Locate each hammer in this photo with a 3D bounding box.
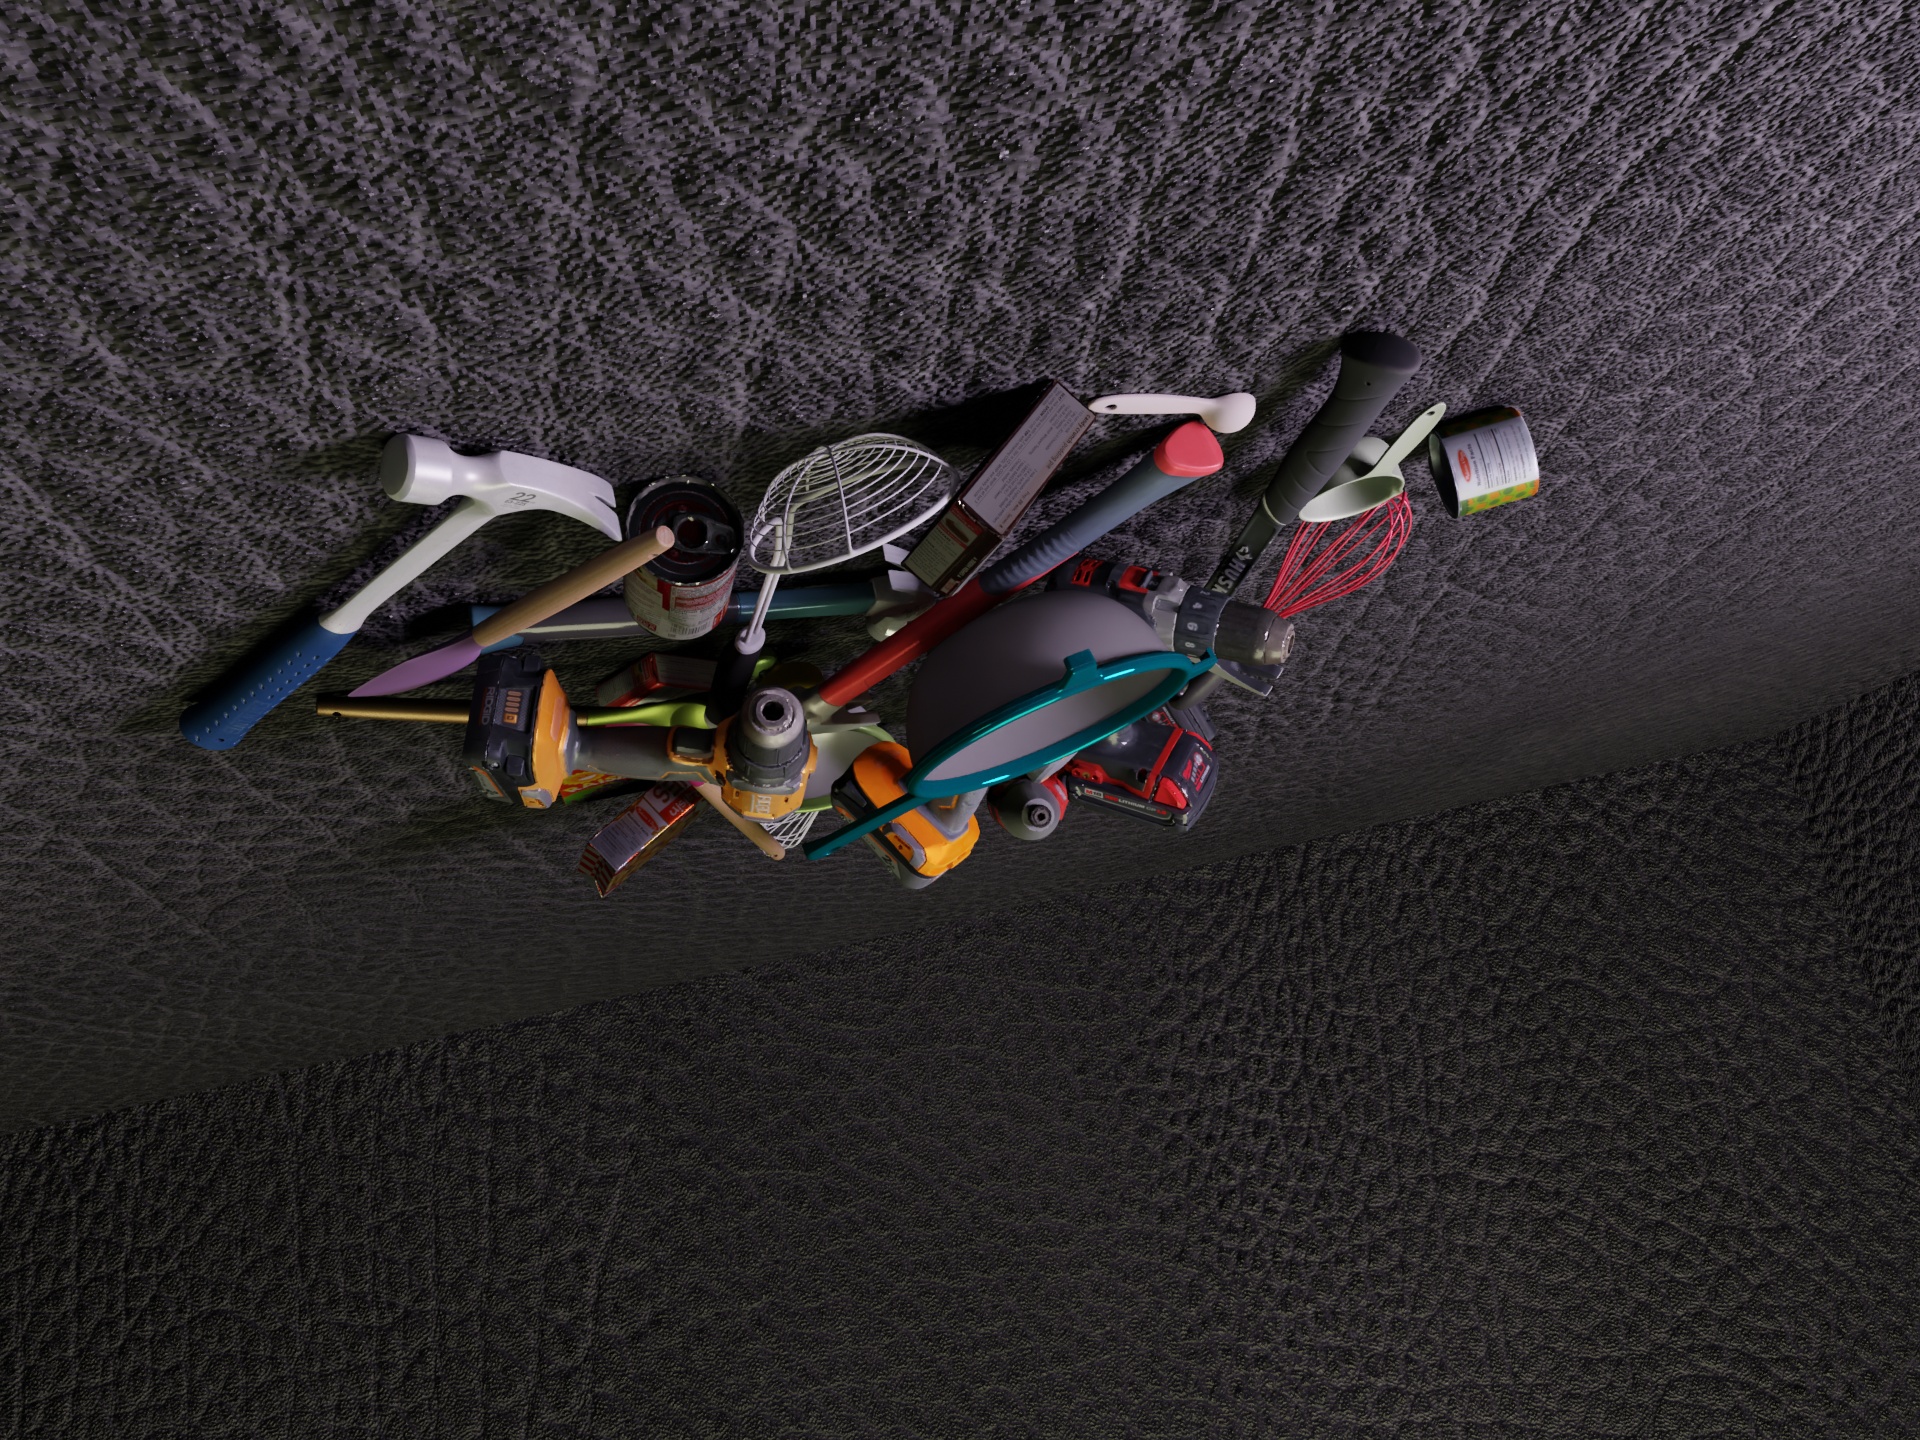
[{"bbox_3d":[0.219,-0.136,1.111,0.036,0.149,0.408,-55,176,-25],"label":"hammer"},{"bbox_3d":[-0.170,-0.075,1.097,0.331,0.033,0.128,-7,165,-25],"label":"hammer"},{"bbox_3d":[-0.363,-0.062,0.958,0.405,0.035,0.144,-25,162,39],"label":"hammer"},{"bbox_3d":[0.025,-0.090,1.118,0.386,0.038,0.143,-32,166,30],"label":"hammer"}]

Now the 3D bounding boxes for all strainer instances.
[{"bbox_3d":[-0.002,-0.004,1.123,0.340,0.095,0.211,-30,166,32],"label":"strainer"},{"bbox_3d":[-0.142,-0.008,1.360,0.151,0.069,0.256,-15,149,2],"label":"strainer"}]

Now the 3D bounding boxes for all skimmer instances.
[{"bbox_3d":[-0.102,-0.060,1.003,0.127,0.090,0.363,-41,172,-32],"label":"skimmer"}]

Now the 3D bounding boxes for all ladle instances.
[{"bbox_3d":[-0.301,0.006,1.166,0.320,0.062,0.078,2,144,-19],"label":"ladle"}]

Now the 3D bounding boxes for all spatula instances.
[{"bbox_3d":[-0.271,-0.059,0.955,0.316,0.018,0.059,-20,173,40],"label":"spatula"}]

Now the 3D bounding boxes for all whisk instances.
[{"bbox_3d":[0.255,-0.093,1.269,0.073,0.073,0.295,-3,150,-36],"label":"whisk"},{"bbox_3d":[-0.146,0.071,1.662,0.070,0.070,0.284,-3,158,-37],"label":"whisk"}]

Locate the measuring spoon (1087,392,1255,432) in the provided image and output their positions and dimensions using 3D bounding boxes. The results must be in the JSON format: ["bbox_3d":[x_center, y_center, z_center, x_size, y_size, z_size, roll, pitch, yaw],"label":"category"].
[{"bbox_3d":[0.131,-0.187,0.976,0.124,0.018,0.034,-5,164,-30],"label":"measuring spoon"}]

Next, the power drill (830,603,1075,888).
[{"bbox_3d":[-0.014,0.018,1.283,0.084,0.164,0.226,-34,169,-48],"label":"power drill"}]

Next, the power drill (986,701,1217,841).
[{"bbox_3d":[0.129,0.039,1.533,0.219,0.078,0.143,-34,-172,-5],"label":"power drill"}]

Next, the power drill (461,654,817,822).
[{"bbox_3d":[-0.208,0.012,1.059,0.226,0.084,0.185,7,162,-7],"label":"power drill"}]

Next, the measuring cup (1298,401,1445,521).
[{"bbox_3d":[0.282,-0.187,1.087,0.083,0.038,0.167,-10,164,-16],"label":"measuring cup"}]

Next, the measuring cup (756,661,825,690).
[{"bbox_3d":[-0.174,0.006,1.255,0.156,0.029,0.062,-29,143,-4],"label":"measuring cup"}]

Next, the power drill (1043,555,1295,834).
[{"bbox_3d":[0.161,-0.019,1.233,0.188,0.080,0.226,15,137,22],"label":"power drill"}]

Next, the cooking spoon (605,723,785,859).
[{"bbox_3d":[-0.212,0.060,1.356,0.069,0.017,0.318,-14,152,10],"label":"cooking spoon"}]
